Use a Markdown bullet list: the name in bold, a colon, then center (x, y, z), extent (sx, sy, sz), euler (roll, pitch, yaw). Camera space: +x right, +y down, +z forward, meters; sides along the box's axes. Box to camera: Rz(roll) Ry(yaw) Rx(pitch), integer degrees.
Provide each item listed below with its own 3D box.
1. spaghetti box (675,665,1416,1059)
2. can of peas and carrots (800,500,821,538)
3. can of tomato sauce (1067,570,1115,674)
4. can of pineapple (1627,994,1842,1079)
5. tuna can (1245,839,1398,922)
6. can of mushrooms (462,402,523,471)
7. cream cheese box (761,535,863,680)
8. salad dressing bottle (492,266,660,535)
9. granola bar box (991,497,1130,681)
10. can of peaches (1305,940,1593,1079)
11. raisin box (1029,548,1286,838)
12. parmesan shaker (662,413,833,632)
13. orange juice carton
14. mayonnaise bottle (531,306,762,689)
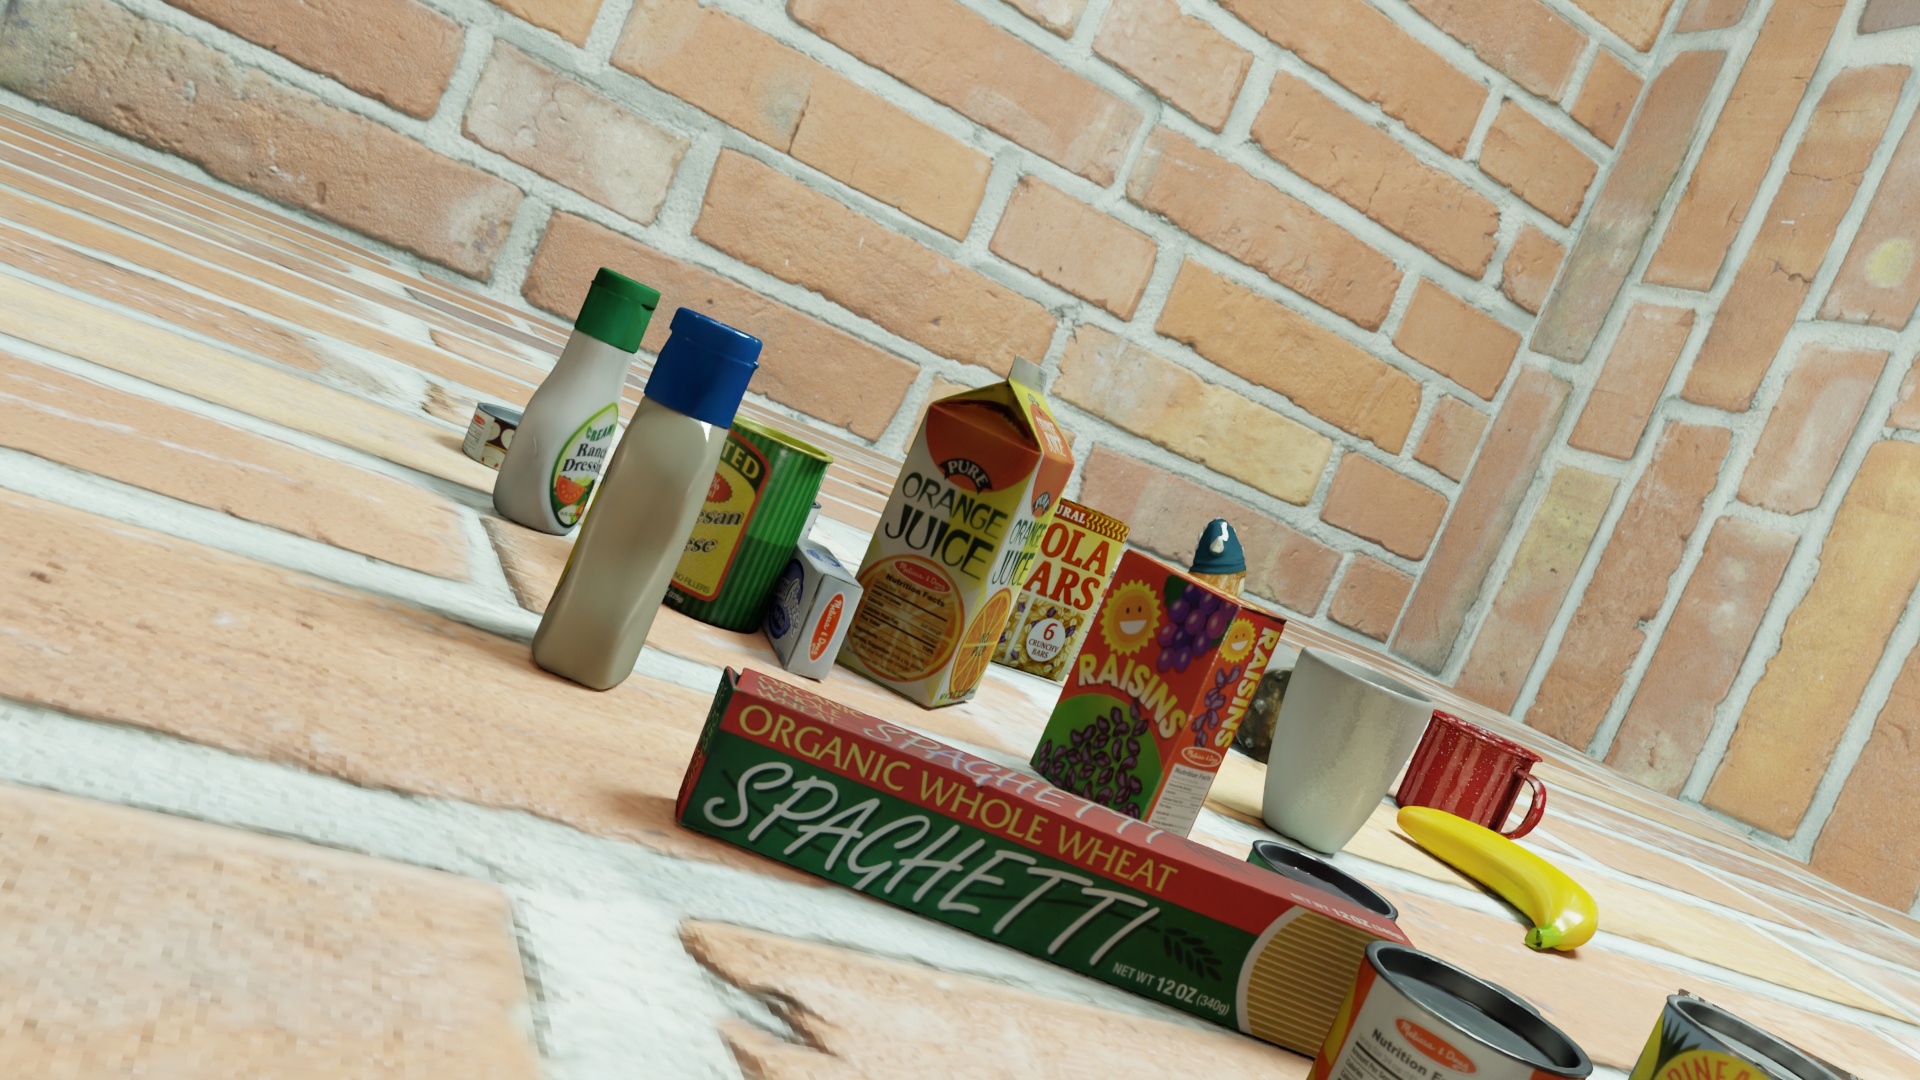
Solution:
- **spaghetti box**: center (0.030, 0.110, 0.461), extent (0.250, 0.050, 0.029), euler (22, 5, -9)
- **can of peas and carrots**: center (-0.135, -0.010, 0.915), extent (0.071, 0.058, 0.071), euler (23, 5, -2)
- **can of tomato sauce**: center (0.106, 0.064, 1.079), extent (0.071, 0.083, 0.071), euler (23, 5, -2)
- **can of pineapple**: center (0.277, 0.208, 0.503), extent (0.071, 0.058, 0.071), euler (23, 5, -2)
- **tuna can**: center (0.149, 0.158, 0.590), extent (0.071, 0.033, 0.071), euler (23, 5, -2)
- **can of mushrooms**: center (-0.289, -0.063, 0.916), extent (0.071, 0.033, 0.071), euler (23, 5, -2)
- **cream cheese box**: center (-0.082, 0.033, 0.736), extent (0.024, 0.053, 0.104), euler (22, 5, -20)
- **salad dressing bottle**: center (-0.212, -0.078, 0.774), extent (0.044, 0.147, 0.064), euler (24, 5, 13)
- **granola bar box**: center (0.024, 0.018, 0.962), extent (0.165, 0.124, 0.039), euler (20, 6, -34)
- **can of peaches**: center (0.137, 0.158, 0.399), extent (0.071, 0.058, 0.071), euler (23, 5, -2)
- **raisin box**: center (0.095, 0.077, 0.682), extent (0.040, 0.123, 0.086), euler (20, 6, -38)
- **parmesan shaker**: center (-0.116, -0.009, 0.739), extent (0.071, 0.103, 0.071), euler (23, 5, -2)
- **orange juice carton**: center (0.003, -0.010, 0.769), extent (0.073, 0.192, 0.072), euler (25, 5, 18)
- **mayonnaise bottle**: center (-0.123, -0.018, 0.549), extent (0.041, 0.148, 0.065), euler (23, 5, -9)
